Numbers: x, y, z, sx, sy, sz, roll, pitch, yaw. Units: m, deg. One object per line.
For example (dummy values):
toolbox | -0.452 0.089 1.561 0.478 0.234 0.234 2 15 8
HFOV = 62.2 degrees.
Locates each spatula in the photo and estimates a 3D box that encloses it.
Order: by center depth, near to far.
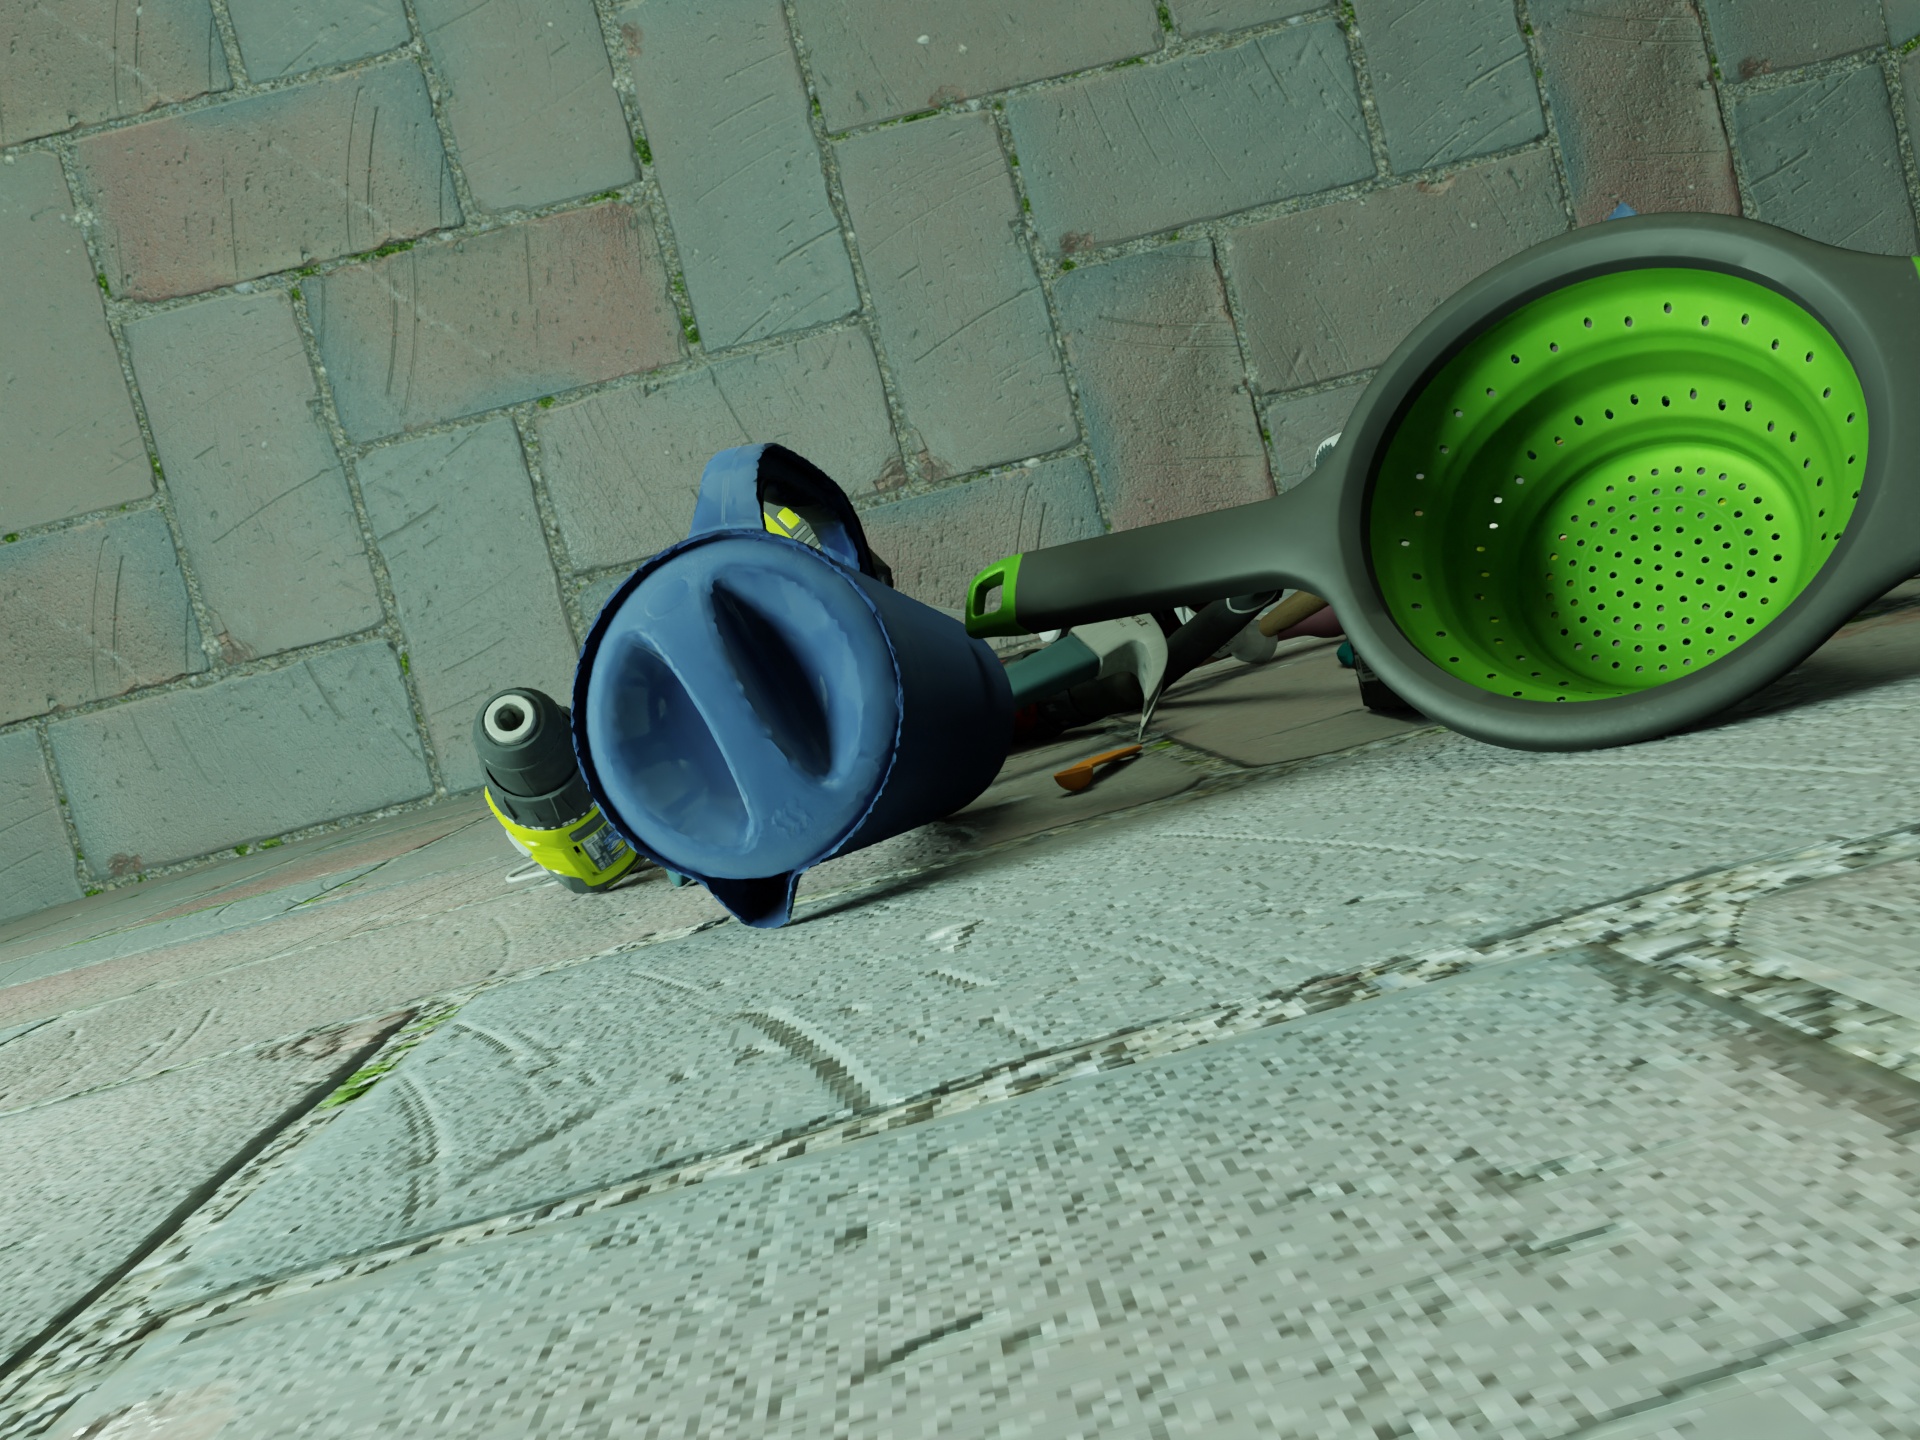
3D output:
spatula | 0.248 -0.097 0.796 0.082 0.044 0.317 -1 -19 -27

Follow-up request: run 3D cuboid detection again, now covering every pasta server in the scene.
pasta server | 0.208 -0.059 1.266 0.316 0.060 0.040 -18 19 10

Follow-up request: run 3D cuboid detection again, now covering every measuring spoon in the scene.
measuring spoon | 0.073 0.024 0.811 0.021 0.011 0.117 -13 1 22

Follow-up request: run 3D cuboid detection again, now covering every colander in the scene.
colander | 0.181 -0.064 0.637 0.397 0.205 0.094 -9 -24 37

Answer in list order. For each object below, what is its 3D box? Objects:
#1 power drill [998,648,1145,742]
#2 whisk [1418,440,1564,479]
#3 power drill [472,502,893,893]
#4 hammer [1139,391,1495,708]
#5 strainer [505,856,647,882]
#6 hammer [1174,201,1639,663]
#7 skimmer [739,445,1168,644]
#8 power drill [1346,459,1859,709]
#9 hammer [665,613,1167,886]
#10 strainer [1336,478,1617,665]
power drill | -0.002 -0.003 1.006 0.226 0.080 0.188 -14 3 -42
whisk | 0.369 -0.172 1.111 0.245 0.051 0.047 -14 -12 -26
power drill | -0.143 -0.018 0.815 0.228 0.080 0.190 -41 -15 -15
hammer | 0.184 -0.085 0.935 0.149 0.036 0.409 -25 -9 -23
strainer | -0.154 0.019 0.930 0.258 0.050 0.087 -44 23 -2
hammer | 0.306 -0.188 1.097 0.405 0.035 0.144 -46 -28 24
skimmer | 0.014 -0.099 1.058 0.363 0.090 0.127 9 5 -29
power drill | 0.299 -0.065 0.741 0.223 0.080 0.171 -11 -1 1
hammer | -0.020 0.005 0.877 0.331 0.033 0.128 -26 51 -28
strainer | 0.352 -0.114 1.081 0.211 0.095 0.340 -14 5 15
